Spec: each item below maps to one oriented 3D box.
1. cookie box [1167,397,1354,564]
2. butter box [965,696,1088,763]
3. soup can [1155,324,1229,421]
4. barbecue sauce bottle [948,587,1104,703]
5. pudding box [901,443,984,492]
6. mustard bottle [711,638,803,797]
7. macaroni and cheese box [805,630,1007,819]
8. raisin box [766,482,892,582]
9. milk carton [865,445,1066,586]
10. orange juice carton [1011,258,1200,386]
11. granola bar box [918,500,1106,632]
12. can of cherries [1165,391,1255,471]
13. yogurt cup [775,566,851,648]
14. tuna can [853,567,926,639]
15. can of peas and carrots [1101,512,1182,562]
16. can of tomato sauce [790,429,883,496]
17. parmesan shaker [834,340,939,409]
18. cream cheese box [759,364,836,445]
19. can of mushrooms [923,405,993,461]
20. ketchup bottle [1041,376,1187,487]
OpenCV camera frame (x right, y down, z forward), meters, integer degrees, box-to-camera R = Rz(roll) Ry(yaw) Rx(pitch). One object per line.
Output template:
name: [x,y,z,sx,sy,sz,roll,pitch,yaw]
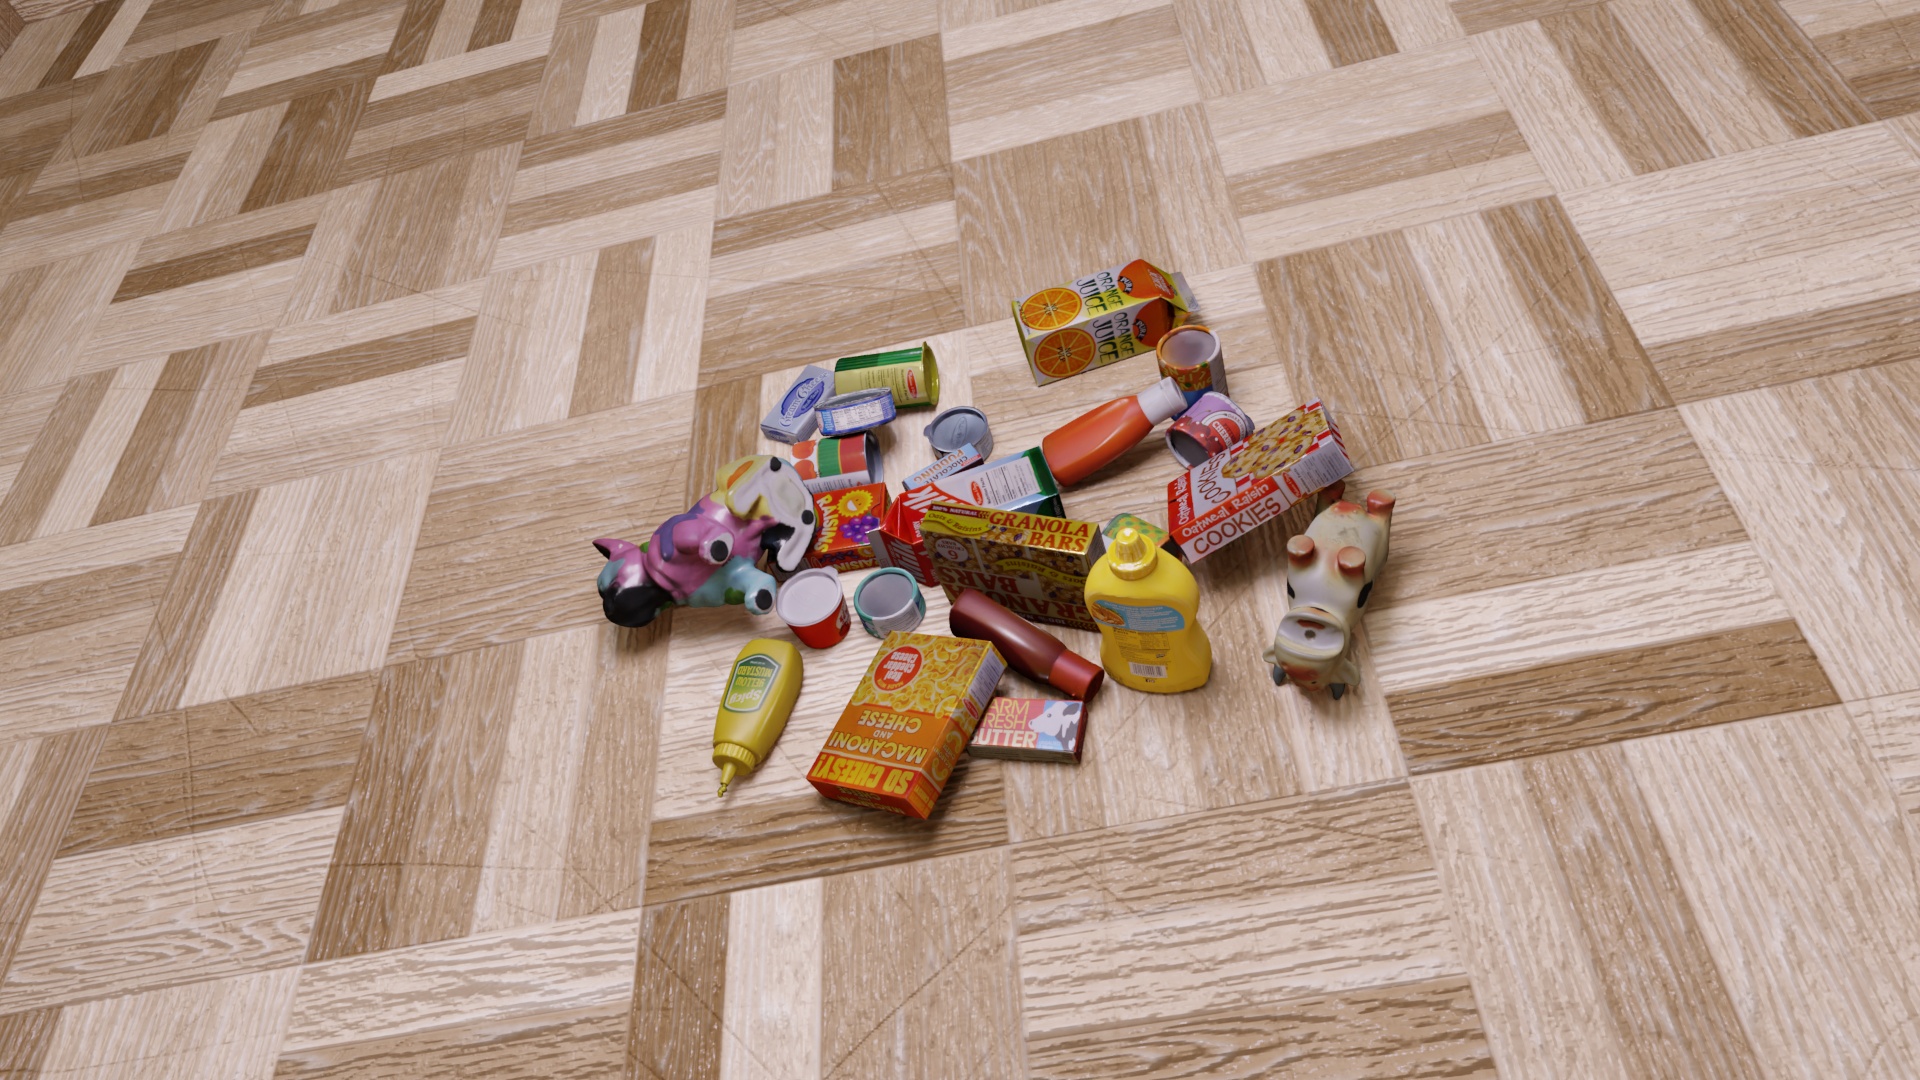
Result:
cookie box: [0.270,-0.057,1.276,0.167,0.040,0.123,-31,16,19]
butter box: [0.058,0.168,1.233,0.103,0.024,0.053,1,51,19]
soup can: [0.235,-0.168,1.420,0.071,0.083,0.072,-9,49,11]
barbecue sauce bottle: [0.060,0.099,1.268,0.149,0.064,0.044,29,66,25]
pudding box: [-0.013,-0.057,1.429,0.084,0.049,0.030,-29,47,-8]
mustard bottle: [-0.197,0.167,1.299,0.065,0.048,0.161,1,51,21]
macaroni and cheese box: [-0.047,0.162,1.245,0.123,0.040,0.167,3,51,39]
raisin box: [-0.134,-0.009,1.435,0.123,0.040,0.086,-9,48,10]
milk carton: [0.005,-0.017,1.375,0.191,0.072,0.074,-19,48,1]
orange juice carton: [0.160,-0.244,1.515,0.193,0.072,0.072,-17,48,3]
granola bar box: [0.056,0.025,1.287,0.165,0.123,0.039,8,55,24]
can of cherries: [0.247,-0.104,1.371,0.058,0.071,0.071,-41,51,-17]
yogurt cup: [-0.141,0.069,1.360,0.072,0.053,0.073,-9,49,11]
tuna can: [-0.070,0.059,1.360,0.071,0.032,0.071,-9,50,11]
can of peas and carrots: [0.168,0.013,1.301,0.059,0.070,0.071,28,64,34]
can of tomato sauce: [-0.131,-0.080,1.475,0.083,0.071,0.071,-9,49,12]
parmesan shaker: [-0.082,-0.180,1.541,0.103,0.071,0.072,-6,50,14]
cream cheese box: [-0.177,-0.154,1.581,0.053,0.024,0.104,17,58,30]
can of mushrooms: [-0.002,-0.109,1.480,0.071,0.033,0.071,-9,50,11]
ketchup bottle: [0.154,-0.113,1.395,0.148,0.043,0.065,-29,40,19]
